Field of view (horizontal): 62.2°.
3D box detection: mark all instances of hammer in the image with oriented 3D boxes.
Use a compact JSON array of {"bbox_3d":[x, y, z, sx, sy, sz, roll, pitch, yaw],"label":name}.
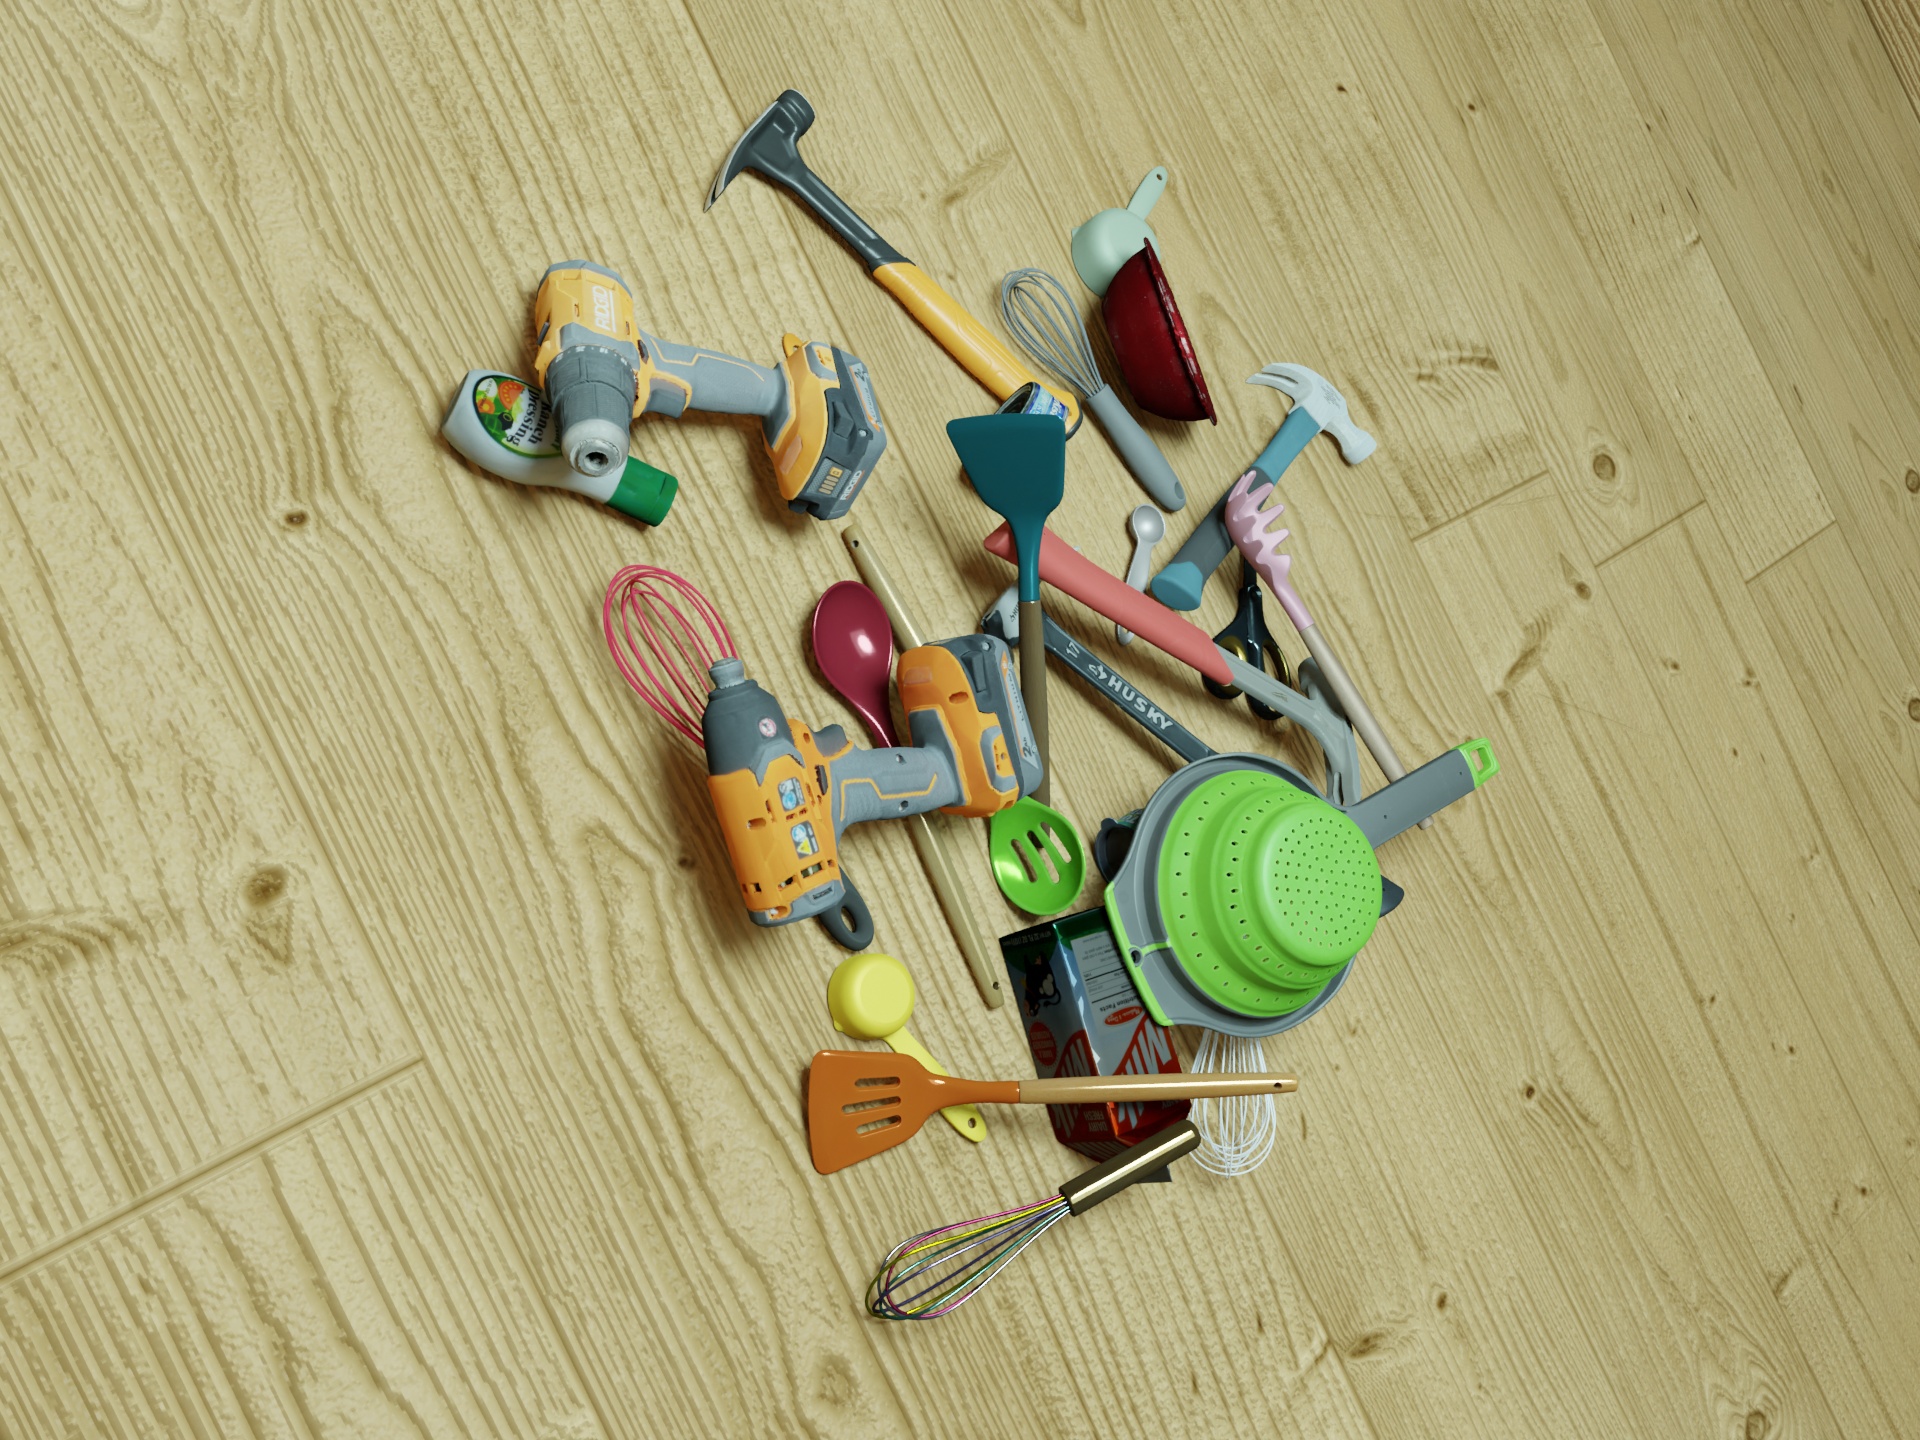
[{"bbox_3d":[-0.038,-0.326,1.218,0.336,0.034,0.127,39,57,-17],"label":"hammer"},{"bbox_3d":[0.188,0.026,1.230,0.408,0.036,0.149,38,54,-12],"label":"hammer"},{"bbox_3d":[0.251,-0.197,1.353,0.128,0.033,0.331,48,52,-10],"label":"hammer"},{"bbox_3d":[0.168,-0.055,1.206,0.358,0.036,0.149,27,44,-27],"label":"hammer"}]

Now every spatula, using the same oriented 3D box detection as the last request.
[{"bbox_3d":[0.063,0.245,1.038,0.322,0.041,0.081,-1,93,-4],"label":"spatula"},{"bbox_3d":[0.045,-0.057,1.113,0.044,0.082,0.317,-46,134,-67],"label":"spatula"}]

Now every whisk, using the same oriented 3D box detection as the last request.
[{"bbox_3d":[0.112,-0.267,1.293,0.238,0.055,0.055,52,55,-15],"label":"whisk"},{"bbox_3d":[0.206,0.201,1.202,0.070,0.070,0.285,20,61,-27],"label":"whisk"},{"bbox_3d":[-0.138,0.027,1.033,0.073,0.073,0.295,-39,104,-35],"label":"whisk"},{"bbox_3d":[0.049,0.319,1.023,0.245,0.051,0.047,-24,96,-16],"label":"whisk"}]

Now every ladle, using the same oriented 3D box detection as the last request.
[{"bbox_3d":[-0.033,0.053,1.109,0.069,0.031,0.315,-22,90,-38],"label":"ladle"}]

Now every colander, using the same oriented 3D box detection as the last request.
[{"bbox_3d":[0.289,0.089,1.153,0.397,0.094,0.204,-24,91,-31],"label":"colander"}]

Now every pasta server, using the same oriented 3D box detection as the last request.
[{"bbox_3d":[0.297,-0.054,1.273,0.060,0.040,0.316,-25,84,-53],"label":"pasta server"}]

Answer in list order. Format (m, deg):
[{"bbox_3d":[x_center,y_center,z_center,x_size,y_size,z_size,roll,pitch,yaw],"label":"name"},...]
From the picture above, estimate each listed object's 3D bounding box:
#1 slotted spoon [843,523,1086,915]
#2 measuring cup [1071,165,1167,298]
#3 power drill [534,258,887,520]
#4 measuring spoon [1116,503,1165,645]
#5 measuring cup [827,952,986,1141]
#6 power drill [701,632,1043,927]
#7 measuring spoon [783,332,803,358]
[{"bbox_3d":[-0.002,-0.004,1.138,0.314,0.070,0.031,60,19,2],"label":"slotted spoon"},{"bbox_3d":[0.154,-0.432,1.372,0.083,0.038,0.168,38,60,-18],"label":"measuring cup"},{"bbox_3d":[-0.165,-0.202,1.036,0.226,0.084,0.186,14,40,-28],"label":"power drill"},{"bbox_3d":[0.139,-0.117,1.284,0.034,0.018,0.124,23,71,-28],"label":"measuring spoon"},{"bbox_3d":[-0.026,0.220,1.058,0.156,0.029,0.062,52,55,-8],"label":"measuring cup"},{"bbox_3d":[-0.062,0.016,1.018,0.226,0.084,0.164,-23,100,-39],"label":"power drill"},{"bbox_3d":[-0.097,-0.233,1.164,0.021,0.011,0.117,-32,94,-36],"label":"measuring spoon"}]
